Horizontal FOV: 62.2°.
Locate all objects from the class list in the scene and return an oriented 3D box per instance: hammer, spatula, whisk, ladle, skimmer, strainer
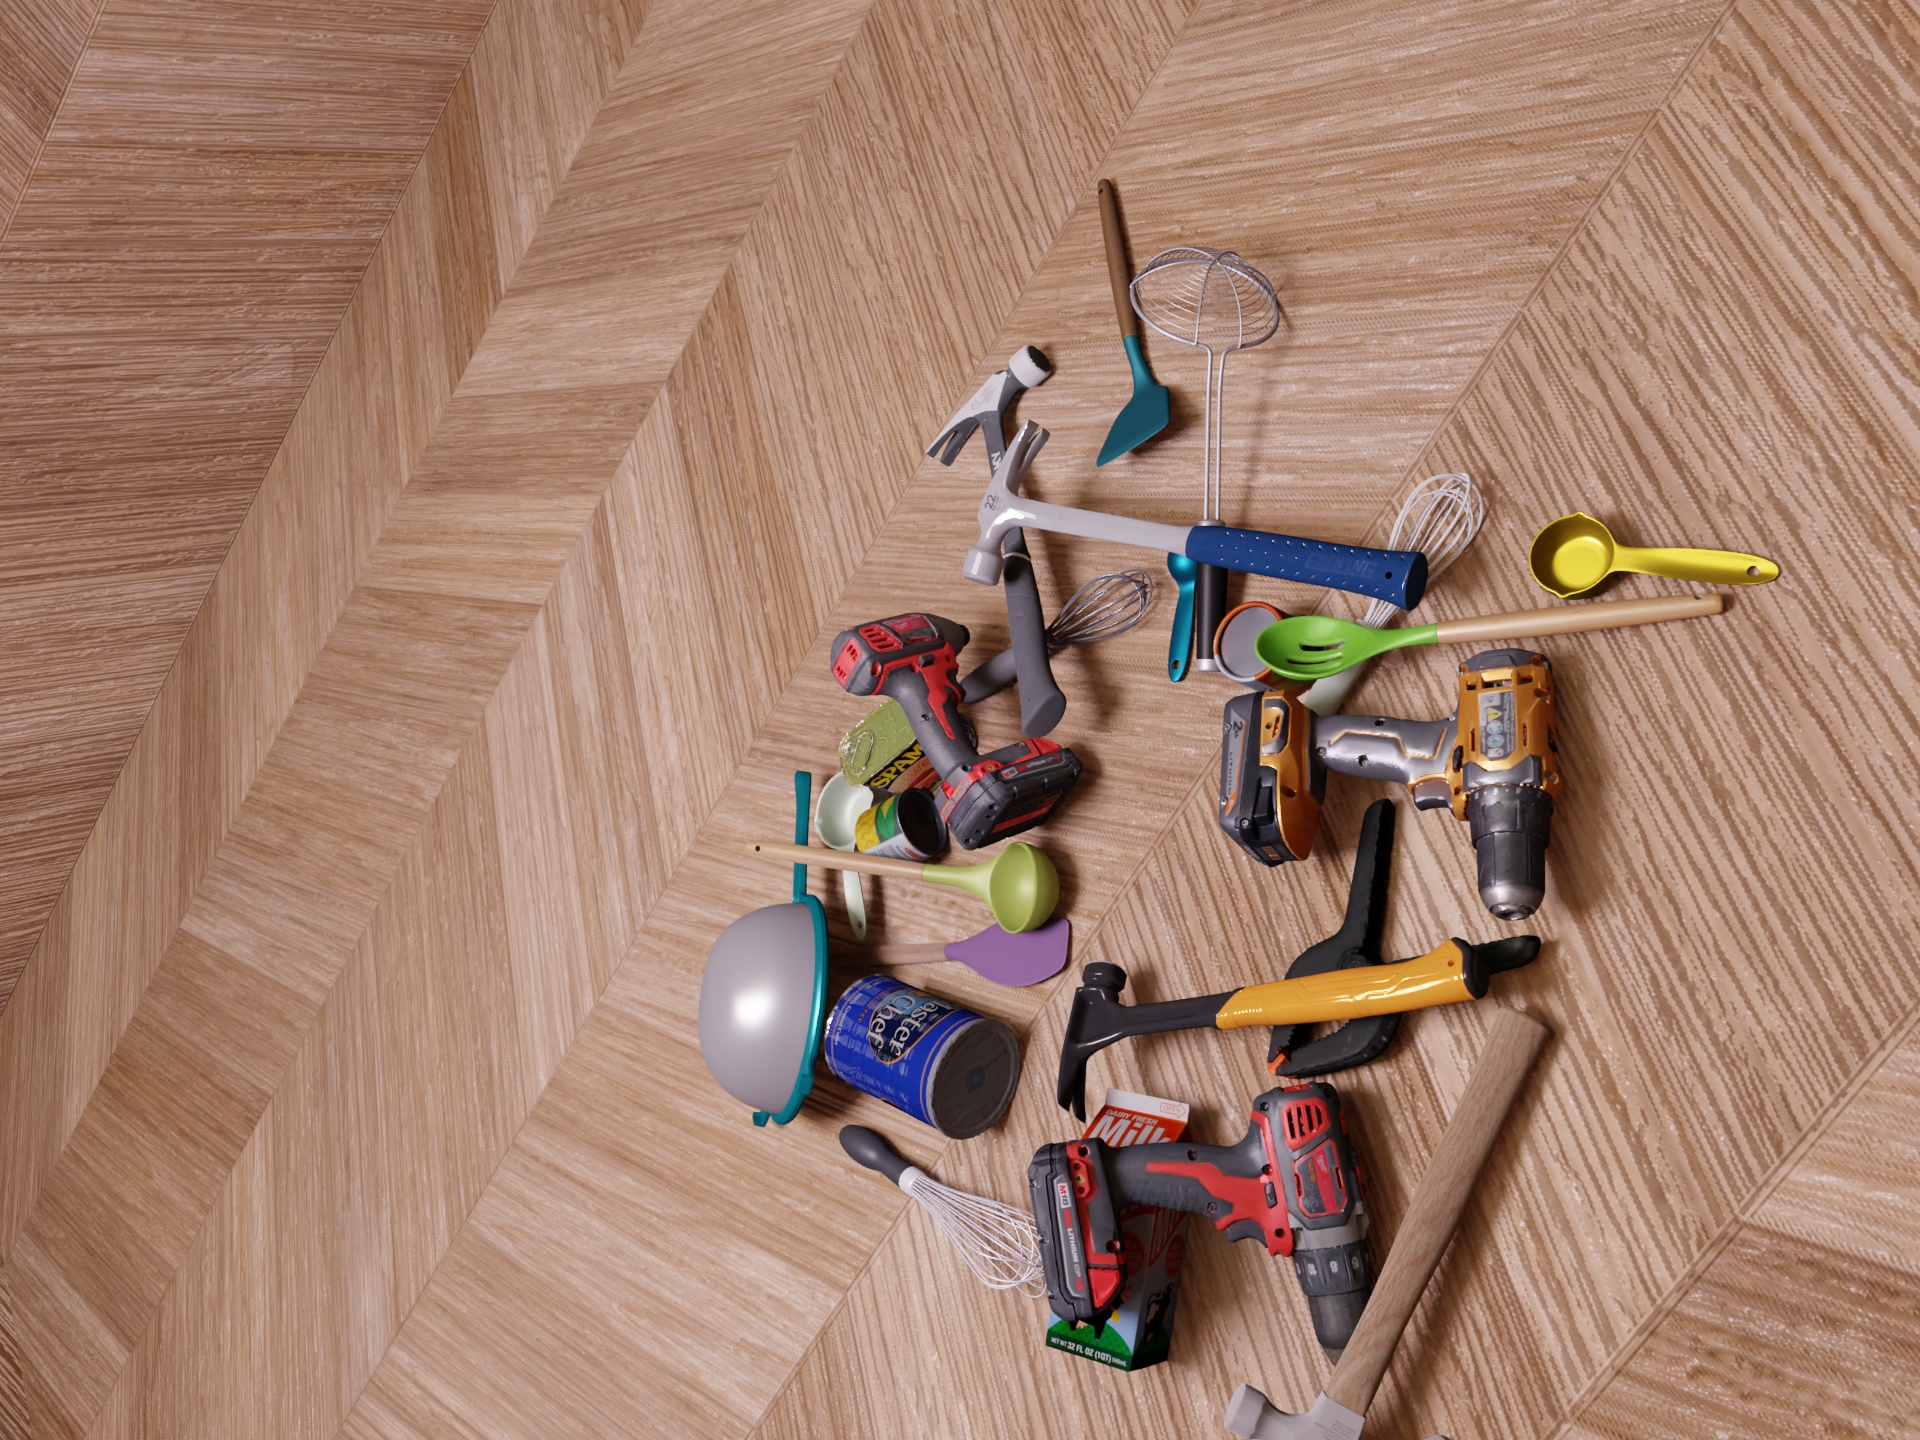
[{"bbox_3d":[0.175,-0.148,1.258,0.406,0.035,0.144,16,89,39],"label":"hammer"},{"bbox_3d":[0.145,-0.371,1.441,0.082,0.044,0.318,-28,58,39],"label":"spatula"},{"bbox_3d":[0.211,0.208,1.128,0.337,0.034,0.127,-18,41,39],"label":"hammer"},{"bbox_3d":[0.078,-0.068,1.411,0.239,0.055,0.055,-31,57,38],"label":"whisk"},{"bbox_3d":[-0.060,0.131,1.406,0.320,0.062,0.078,6,88,26],"label":"ladle"},{"bbox_3d":[0.203,-0.221,1.328,0.090,0.127,0.363,173,98,-82],"label":"skimmer"},{"bbox_3d":[0.303,0.343,1.039,0.130,0.031,0.331,26,87,8],"label":"hammer"},{"bbox_3d":[-0.020,0.405,1.344,0.285,0.070,0.070,17,89,50],"label":"whisk"},{"bbox_3d":[0.044,-0.157,1.432,0.149,0.036,0.409,-36,45,33],"label":"hammer"},{"bbox_3d":[-0.029,0.212,1.437,0.316,0.018,0.060,-9,64,41],"label":"spatula"},{"bbox_3d":[-0.190,0.201,1.488,0.211,0.095,0.341,131,144,-60],"label":"strainer"},{"bbox_3d":[0.311,-0.076,1.192,0.246,0.057,0.059,-60,11,15],"label":"whisk"}]

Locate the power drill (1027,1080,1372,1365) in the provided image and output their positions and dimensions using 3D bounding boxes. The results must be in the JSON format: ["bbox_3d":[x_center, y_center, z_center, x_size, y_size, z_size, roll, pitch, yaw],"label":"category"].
[{"bbox_3d":[0.172,0.360,1.100,0.226,0.080,0.188,-11,78,6],"label":"power drill"}]

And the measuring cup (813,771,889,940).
[{"bbox_3d":[-0.094,0.130,1.514,0.083,0.038,0.168,-26,62,35],"label":"measuring cup"}]

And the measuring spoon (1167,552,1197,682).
[{"bbox_3d":[0.183,-0.096,1.330,0.042,0.021,0.129,-3,73,43],"label":"measuring spoon"}]

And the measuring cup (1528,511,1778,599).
[{"bbox_3d":[0.465,-0.103,1.070,0.157,0.029,0.062,10,83,33],"label":"measuring cup"}]

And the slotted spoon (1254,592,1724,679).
[{"bbox_3d":[0.360,-0.062,1.111,0.314,0.031,0.070,-6,39,30],"label":"slotted spoon"}]

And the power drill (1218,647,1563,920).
[{"bbox_3d":[0.298,0.052,1.103,0.226,0.084,0.185,-8,61,29],"label":"power drill"}]

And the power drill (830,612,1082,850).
[{"bbox_3d":[-0.002,-0.004,1.376,0.220,0.143,0.078,52,133,21],"label":"power drill"}]
